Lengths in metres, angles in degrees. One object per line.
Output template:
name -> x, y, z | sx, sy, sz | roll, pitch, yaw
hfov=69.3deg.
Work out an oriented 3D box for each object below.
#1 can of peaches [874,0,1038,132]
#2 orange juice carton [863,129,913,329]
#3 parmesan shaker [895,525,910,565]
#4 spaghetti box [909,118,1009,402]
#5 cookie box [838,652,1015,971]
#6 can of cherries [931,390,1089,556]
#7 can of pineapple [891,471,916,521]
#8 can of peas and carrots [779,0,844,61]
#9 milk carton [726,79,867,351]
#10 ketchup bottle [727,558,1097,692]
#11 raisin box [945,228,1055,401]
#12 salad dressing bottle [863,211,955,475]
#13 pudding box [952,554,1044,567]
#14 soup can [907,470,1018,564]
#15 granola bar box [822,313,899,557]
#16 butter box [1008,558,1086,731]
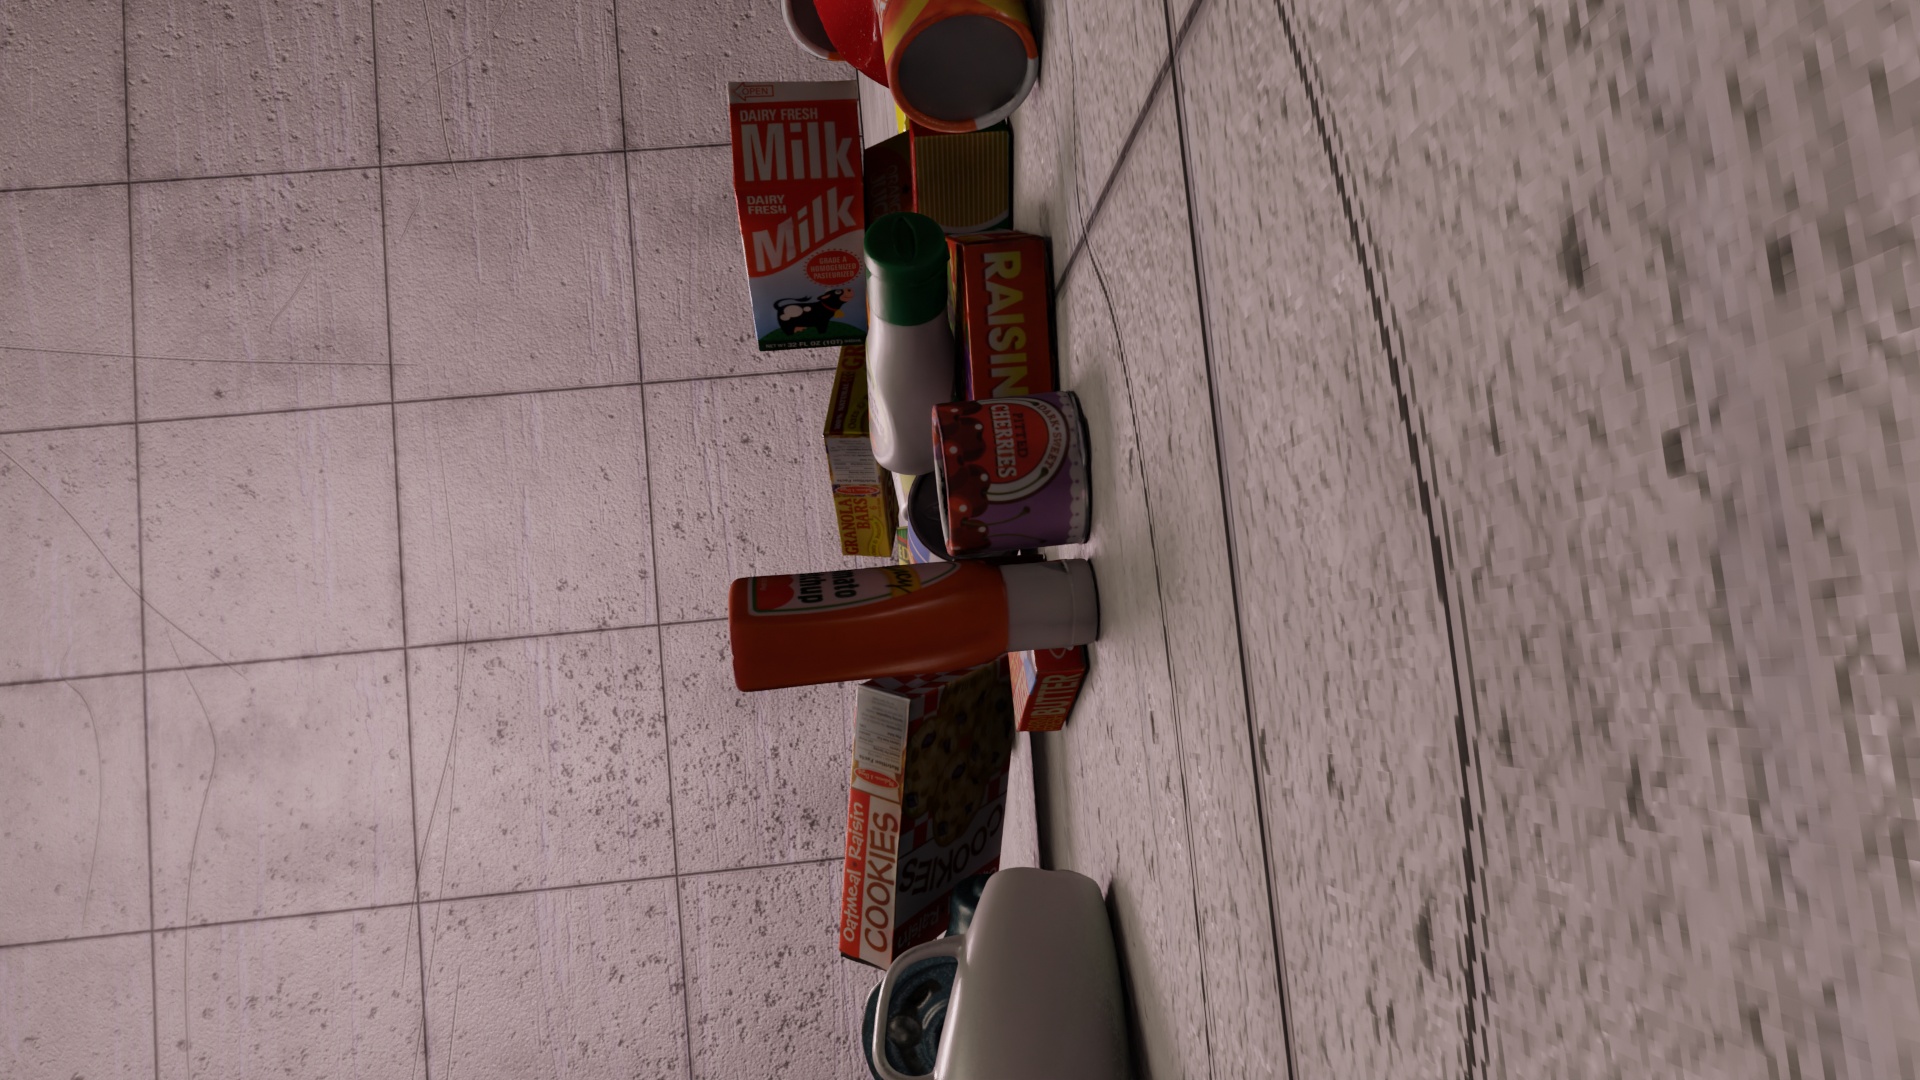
can of peaches -> -0.004, -0.222, 0.603 | 0.071, 0.071, 0.058 | 92, 171, -57
orange juice carton -> -0.022, -0.187, 0.862 | 0.192, 0.073, 0.072 | 108, 157, -77
parmesan shaker -> -0.008, 0.039, 0.973 | 0.071, 0.071, 0.103 | 163, 102, -85
spaghetti box -> 0.002, -0.116, 0.777 | 0.029, 0.050, 0.248 | -99, 6, -50
cookie box -> -0.017, 0.152, 0.823 | 0.123, 0.040, 0.167 | -17, -64, -57
can of cherries -> 0.020, -0.030, 0.584 | 0.071, 0.058, 0.071 | 180, 85, -86
can of pineapple -> -0.011, -0.049, 0.904 | 0.070, 0.071, 0.058 | 98, 160, -71
can of peas and carrots -> -0.073, -0.324, 0.834 | 0.059, 0.071, 0.070 | -115, 20, -69
milk carton -> -0.094, -0.198, 0.819 | 0.189, 0.072, 0.074 | 96, 169, -61
ketchup bottle -> -0.019, 0.032, 0.575 | 0.065, 0.149, 0.043 | -113, 18, -73
raisin box -> 0.017, -0.104, 0.669 | 0.123, 0.040, 0.086 | -108, 14, -76
salad dressing bottle -> -0.024, -0.091, 0.664 | 0.147, 0.044, 0.064 | 91, 171, -56
pudding box -> 0.018, 0.032, 0.742 | 0.083, 0.050, 0.030 | 101, 165, -74
soup can -> 0.003, -0.010, 0.783 | 0.083, 0.071, 0.071 | 99, 165, -73
granola bar box -> -0.062, -0.089, 0.999 | 0.123, 0.039, 0.166 | 87, -173, -48
butter box -> 0.039, 0.052, 0.655 | 0.103, 0.024, 0.053 | 96, 169, -66
